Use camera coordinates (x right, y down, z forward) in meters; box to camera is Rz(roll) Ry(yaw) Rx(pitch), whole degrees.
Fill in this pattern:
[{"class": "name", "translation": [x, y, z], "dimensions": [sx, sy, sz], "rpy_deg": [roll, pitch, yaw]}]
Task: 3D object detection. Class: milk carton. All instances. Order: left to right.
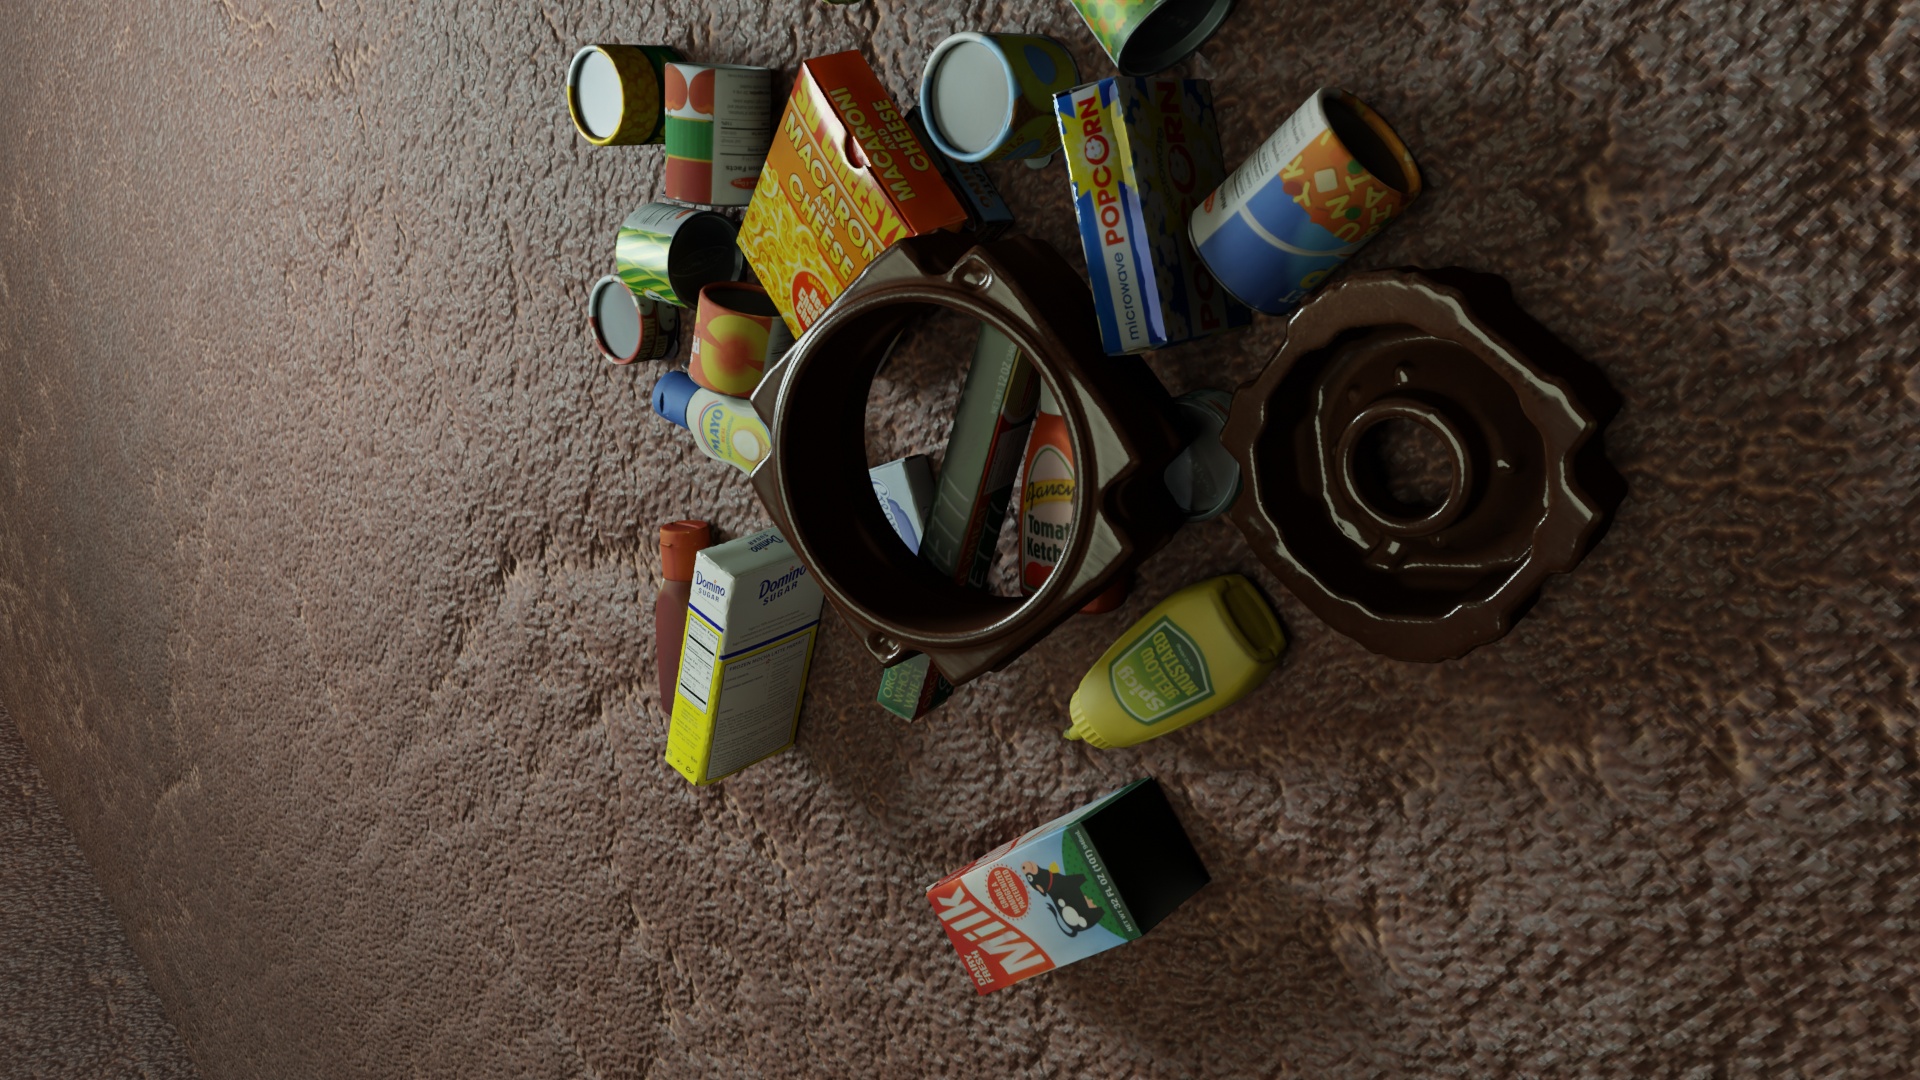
[{"class": "milk carton", "translation": [0.049, 0.216, 0.840], "dimensions": [0.189, 0.074, 0.072], "rpy_deg": [-36, 79, 43]}]

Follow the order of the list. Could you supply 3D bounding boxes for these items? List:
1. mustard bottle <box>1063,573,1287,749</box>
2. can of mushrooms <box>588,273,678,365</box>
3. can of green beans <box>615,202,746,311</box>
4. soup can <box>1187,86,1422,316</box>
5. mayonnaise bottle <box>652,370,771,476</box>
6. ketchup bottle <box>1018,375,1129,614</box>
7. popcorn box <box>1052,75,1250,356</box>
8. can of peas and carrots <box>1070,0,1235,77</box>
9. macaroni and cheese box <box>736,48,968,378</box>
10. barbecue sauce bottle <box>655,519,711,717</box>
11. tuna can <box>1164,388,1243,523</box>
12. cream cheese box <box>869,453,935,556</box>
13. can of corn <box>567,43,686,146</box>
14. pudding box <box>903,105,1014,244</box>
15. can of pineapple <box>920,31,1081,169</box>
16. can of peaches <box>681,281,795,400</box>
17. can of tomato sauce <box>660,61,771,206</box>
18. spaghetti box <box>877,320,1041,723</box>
[{"class": "mustard bottle", "translation": [0.105, 0.079, 0.763], "dimensions": [0.159, 0.049, 0.065], "rpy_deg": [-43, 72, 41]}, {"class": "can of mushrooms", "translation": [-0.236, -0.159, 1.006], "dimensions": [0.071, 0.033, 0.070], "rpy_deg": [14, 111, 38]}, {"class": "can of green beans", "translation": [-0.187, -0.190, 0.930], "dimensions": [0.058, 0.071, 0.071], "rpy_deg": [18, 115, 37]}, {"class": "soup can", "translation": [0.158, -0.152, 0.633], "dimensions": [0.083, 0.071, 0.071], "rpy_deg": [-42, 75, 41]}, {"class": "mayonnaise bottle", "translation": [-0.151, -0.078, 0.949], "dimensions": [0.148, 0.041, 0.064], "rpy_deg": [25, 121, 34]}, {"class": "ketchup bottle", "translation": [0.063, -0.036, 0.769], "dimensions": [0.065, 0.044, 0.148], "rpy_deg": [12, 111, 39]}, {"class": "popcorn box", "translation": [0.095, -0.157, 0.673], "dimensions": [0.038, 0.085, 0.126], "rpy_deg": [-7, 98, 42]}, {"class": "can of peas and carrots", "translation": [0.089, -0.265, 0.658], "dimensions": [0.070, 0.071, 0.059], "rpy_deg": [-43, 74, 41]}, {"class": "macaroni and cheese box", "translation": [-0.070, -0.181, 0.815], "dimensions": [0.124, 0.040, 0.165], "rpy_deg": [58, 149, 12]}, {"class": "barbecue sauce bottle", "translation": [-0.201, 0.060, 1.037], "dimensions": [0.065, 0.044, 0.148], "rpy_deg": [12, 110, 39]}, {"class": "tuna can", "translation": [0.122, -0.043, 0.721], "dimensions": [0.071, 0.033, 0.070], "rpy_deg": [14, 112, 38]}, {"class": "cream cheese box", "translation": [-0.033, 0.001, 0.880], "dimensions": [0.053, 0.024, 0.103], "rpy_deg": [-14, 94, 41]}, {"class": "can of corn", "translation": [-0.220, -0.296, 0.931], "dimensions": [0.071, 0.058, 0.071], "rpy_deg": [15, 113, 39]}, {"class": "pudding box", "translation": [-0.012, -0.200, 0.794], "dimensions": [0.049, 0.030, 0.084], "rpy_deg": [-39, 77, 41]}, {"class": "can of pineapple", "translation": [0.022, -0.232, 0.734], "dimensions": [0.071, 0.058, 0.070], "rpy_deg": [15, 113, 38]}, {"class": "can of peaches", "translation": [-0.143, -0.132, 0.906], "dimensions": [0.071, 0.071, 0.057], "rpy_deg": [32, 122, 30]}, {"class": "can of tomato sauce", "translation": [-0.155, -0.258, 0.879], "dimensions": [0.071, 0.071, 0.082], "rpy_deg": [20, 115, 36]}, {"class": "spaghetti box", "translation": [0.003, -0.010, 0.806], "dimensions": [0.029, 0.050, 0.249], "rpy_deg": [25, 113, 22]}]
